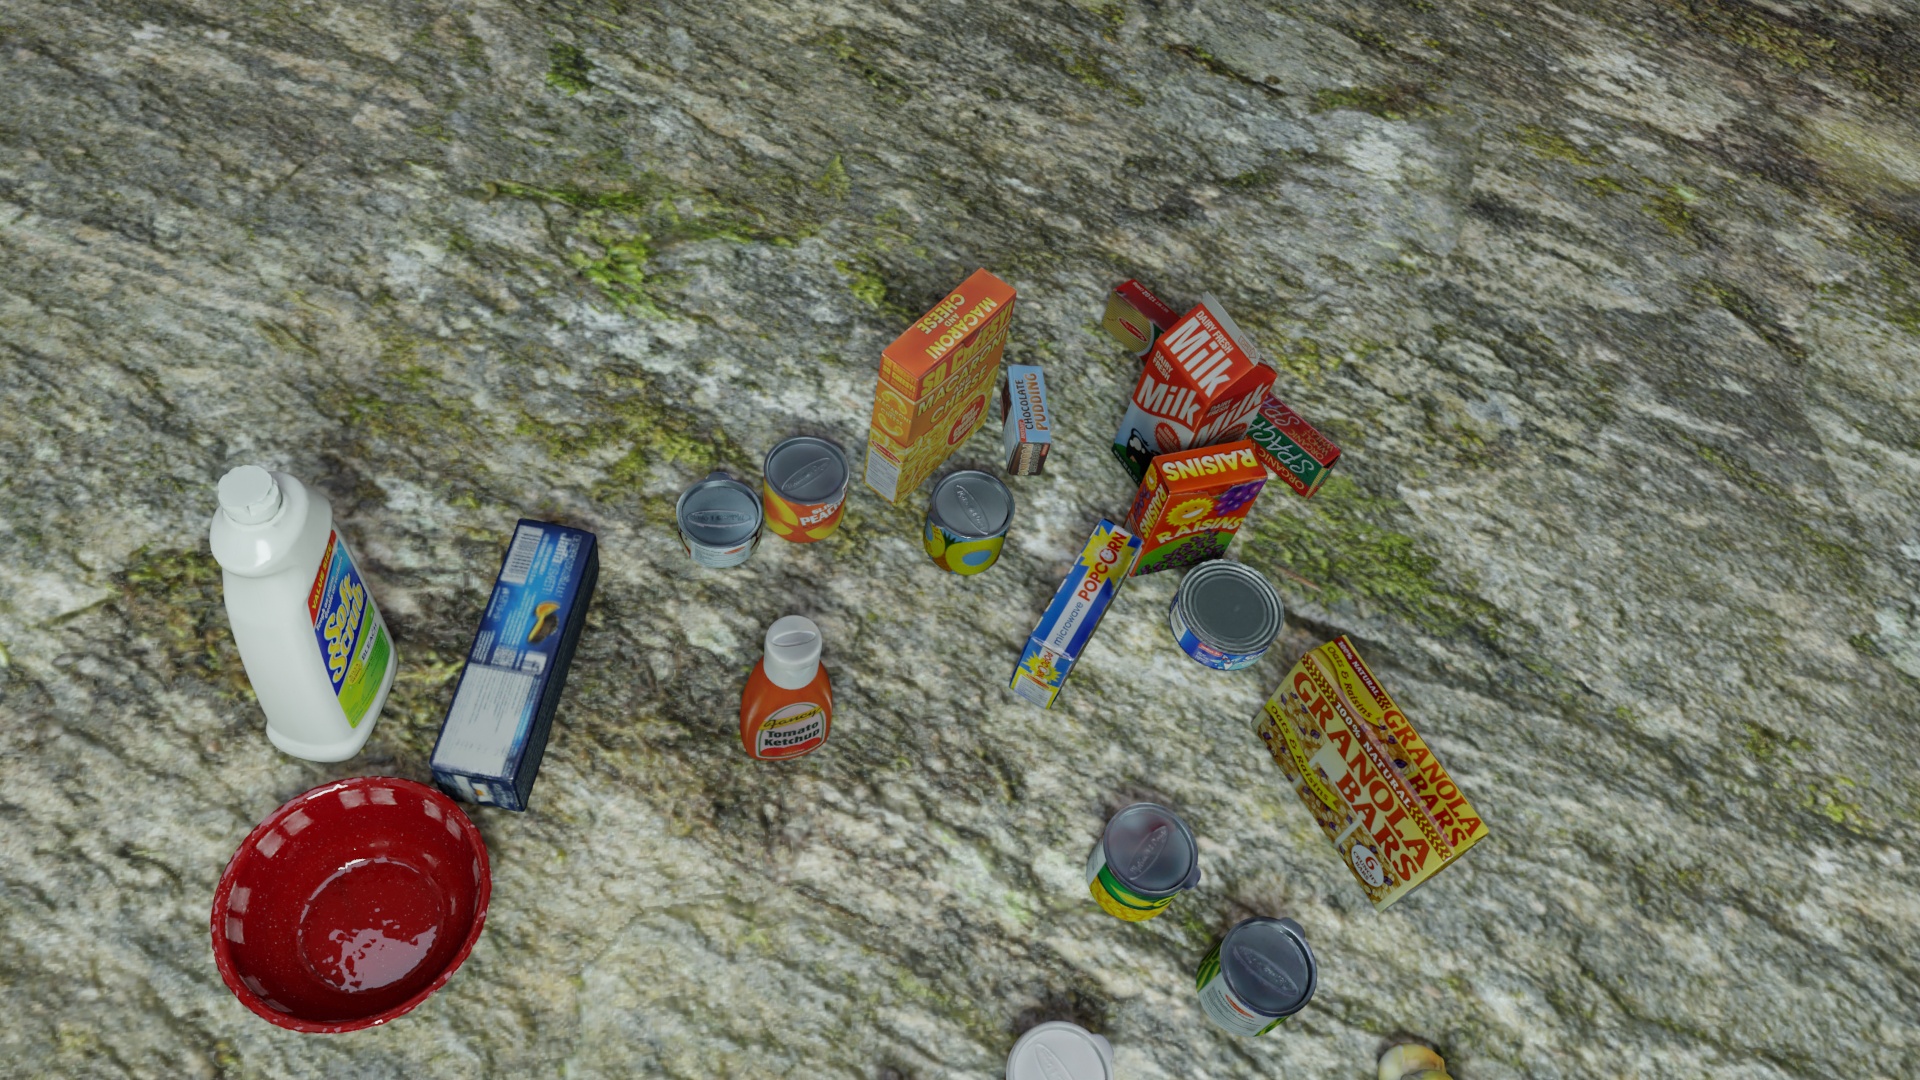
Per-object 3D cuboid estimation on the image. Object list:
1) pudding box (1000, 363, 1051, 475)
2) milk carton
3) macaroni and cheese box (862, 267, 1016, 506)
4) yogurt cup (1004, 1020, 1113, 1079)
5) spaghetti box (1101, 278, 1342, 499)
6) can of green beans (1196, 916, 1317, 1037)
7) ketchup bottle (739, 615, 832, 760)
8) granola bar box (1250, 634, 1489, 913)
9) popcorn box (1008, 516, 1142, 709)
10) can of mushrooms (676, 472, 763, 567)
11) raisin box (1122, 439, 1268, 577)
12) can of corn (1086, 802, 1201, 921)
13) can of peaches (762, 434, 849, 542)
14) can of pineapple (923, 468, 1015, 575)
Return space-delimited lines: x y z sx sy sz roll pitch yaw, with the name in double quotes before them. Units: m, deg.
"pudding box" 0.054 -0.102 1.170 0.030 0.049 0.084 1 57 -9
"milk carton" 0.190 -0.114 1.117 0.074 0.189 0.072 -24 64 -23
"macaroni and cheese box" -0.017 -0.118 1.098 0.040 0.165 0.124 37 59 14
"yogurt cup" 0.058 0.344 0.878 0.072 0.053 0.073 5 57 -7
"spaghetti box" 0.227 -0.135 1.222 0.029 0.050 0.250 -37 70 -28
"can of green beans" 0.198 0.294 0.933 0.071 0.057 0.071 5 57 -7
"ketchup bottle" -0.117 0.101 0.948 0.065 0.148 0.044 -10 60 -16
"granola bar box" 0.287 0.167 0.991 0.039 0.123 0.166 -21 63 -22
"popcorn box" 0.087 0.056 1.052 0.038 0.084 0.127 29 57 9
"can of mushrooms" -0.187 -0.016 1.081 0.071 0.033 0.071 5 57 -7
"raisin box" 0.180 -0.024 1.097 0.086 0.122 0.040 -10 60 -16
"can of corn" 0.127 0.226 0.964 0.071 0.058 0.071 5 57 -7
"can of peaches" -0.121 -0.038 1.093 0.071 0.057 0.071 5 57 -7
"can of pineapple" 0.004 -0.014 1.099 0.071 0.057 0.071 5 57 -7
